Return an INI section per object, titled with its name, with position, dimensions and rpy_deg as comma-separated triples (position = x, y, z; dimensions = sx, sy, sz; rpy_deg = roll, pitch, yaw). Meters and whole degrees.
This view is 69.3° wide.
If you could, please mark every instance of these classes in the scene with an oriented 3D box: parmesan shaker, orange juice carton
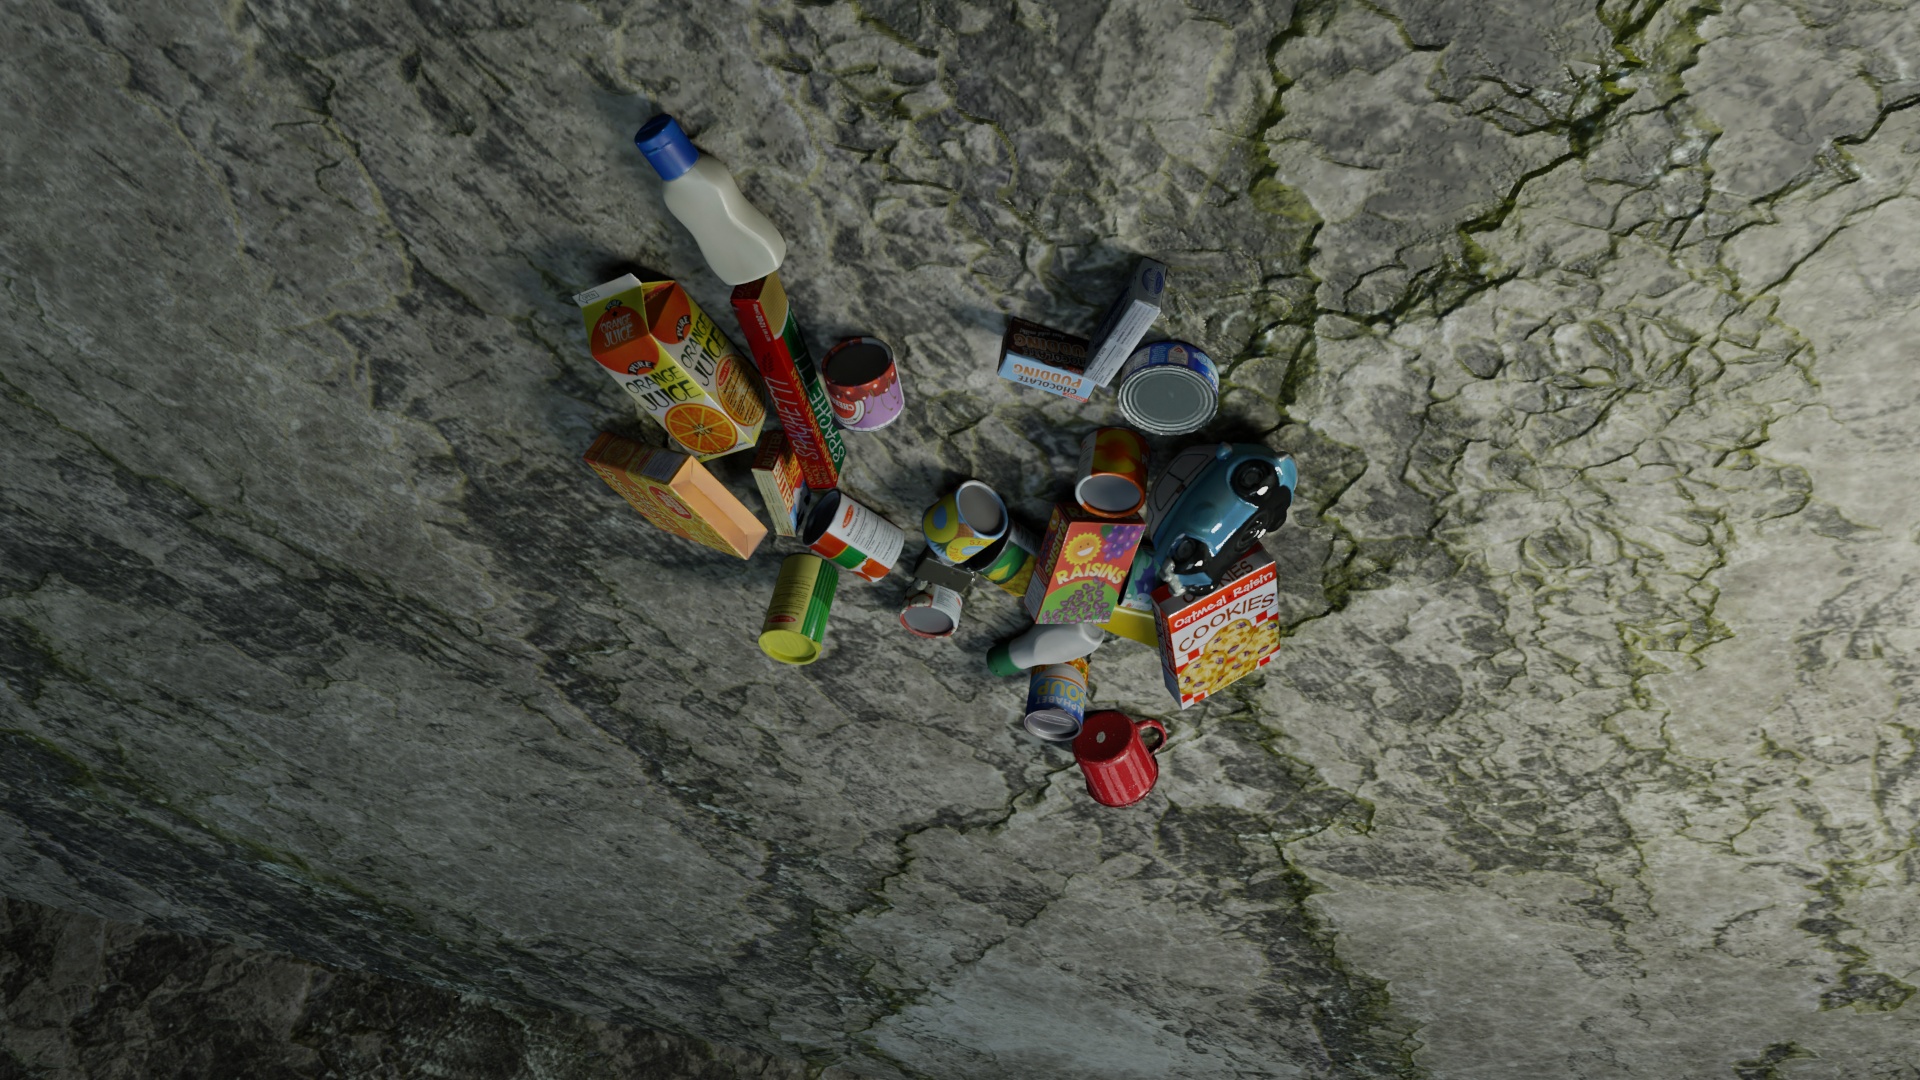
[parmesan shaker]
position = -0.172, 0.074, 1.508
dimensions = 0.071, 0.103, 0.071
rpy_deg = 8, 143, 6
[orange juice carton]
position = -0.260, -0.163, 1.251
dimensions = 0.071, 0.073, 0.192
rpy_deg = -14, 136, 30

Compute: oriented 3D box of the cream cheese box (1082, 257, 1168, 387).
[cream cheese box]
position = 0.135, -0.178, 1.144
dimensions = 0.024, 0.054, 0.103
rpy_deg = 22, 141, -10

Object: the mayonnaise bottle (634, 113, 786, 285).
[mayonnaise bottle]
position = -0.204, -0.274, 1.122
dimensions = 0.064, 0.041, 0.147
rpy_deg = -13, 135, 26

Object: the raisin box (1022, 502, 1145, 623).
[raisin box]
position = 0.121, 0.022, 1.364
dimensions = 0.086, 0.040, 0.122
rpy_deg = 1, 125, -23

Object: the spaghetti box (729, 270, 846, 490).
[spaghetti box]
position = -0.153, -0.143, 1.268
dimensions = 0.029, 0.050, 0.248
rpy_deg = 1, 142, 15

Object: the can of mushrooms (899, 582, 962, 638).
[can of mushrooms]
position = -0.035, 0.078, 1.534
dimensions = 0.071, 0.034, 0.070
rpy_deg = 7, 143, 5

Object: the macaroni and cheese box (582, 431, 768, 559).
[macaroni and cheese box]
position = -0.285, -0.046, 1.377
dimensions = 0.166, 0.040, 0.123
rpy_deg = 15, 154, 45

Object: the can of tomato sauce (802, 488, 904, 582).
[can of tomato sauce]
position = -0.110, -0.004, 1.423
dimensions = 0.083, 0.071, 0.071
rpy_deg = 31, 138, -25

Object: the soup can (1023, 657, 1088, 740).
[soup can]
position = 0.110, 0.174, 1.577
dimensions = 0.071, 0.084, 0.071
rpy_deg = 7, 142, 6

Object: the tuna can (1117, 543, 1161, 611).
[tuna can]
position = 0.182, 0.034, 1.397
dimensions = 0.033, 0.071, 0.070
rpy_deg = 12, 143, -2

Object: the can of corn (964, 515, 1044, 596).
[can of corn]
position = 0.048, 0.017, 1.406
dimensions = 0.058, 0.071, 0.071
rpy_deg = 33, 138, -26

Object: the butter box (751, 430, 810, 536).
[butter box]
position = -0.178, -0.056, 1.384
dimensions = 0.024, 0.053, 0.103
rpy_deg = 4, 141, 15

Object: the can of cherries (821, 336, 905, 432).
[can of cherries]
position = -0.089, -0.138, 1.240
dimensions = 0.071, 0.072, 0.058
rpy_deg = 3, 141, 12

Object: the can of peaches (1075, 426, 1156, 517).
[can of peaches]
position = 0.144, -0.062, 1.287
dimensions = 0.071, 0.058, 0.071
rpy_deg = 8, 142, 6

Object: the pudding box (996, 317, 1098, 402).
[pudding box]
position = 0.076, -0.154, 1.193
dimensions = 0.084, 0.050, 0.030
rpy_deg = 17, 141, -7

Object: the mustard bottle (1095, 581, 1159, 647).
[mustard bottle]
position = 0.166, 0.067, 1.454
dimensions = 0.160, 0.049, 0.065
rpy_deg = 18, 142, -7

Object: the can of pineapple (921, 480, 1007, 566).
[can of pineapple]
position = 0.005, -0.017, 1.372
dimensions = 0.071, 0.071, 0.057
rpy_deg = 31, 139, -23

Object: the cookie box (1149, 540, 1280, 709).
[cookie box]
position = 0.261, 0.086, 1.412
dimensions = 0.123, 0.040, 0.166
rpy_deg = -27, 139, -8

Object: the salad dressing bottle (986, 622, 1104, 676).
[salad dressing bottle]
position = 0.091, 0.115, 1.541
dimensions = 0.064, 0.044, 0.147
rpy_deg = 35, 138, -30
